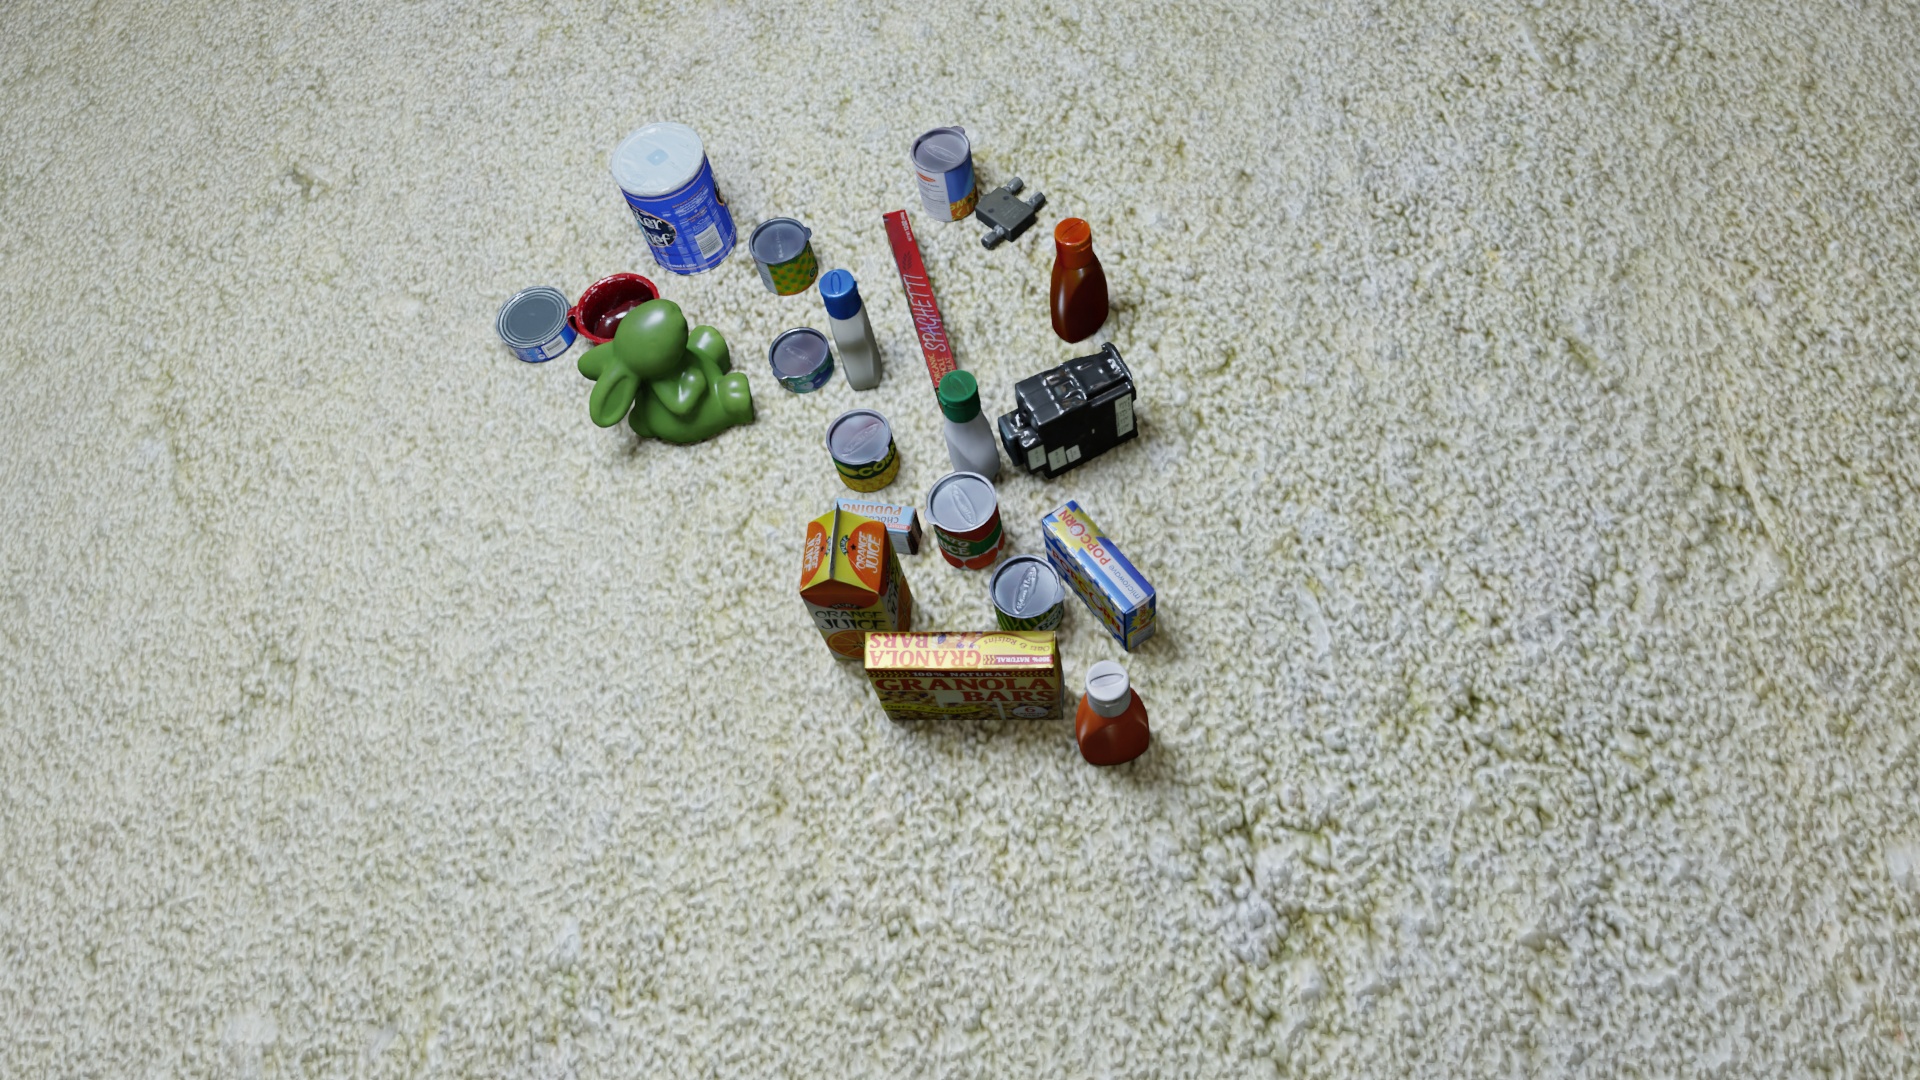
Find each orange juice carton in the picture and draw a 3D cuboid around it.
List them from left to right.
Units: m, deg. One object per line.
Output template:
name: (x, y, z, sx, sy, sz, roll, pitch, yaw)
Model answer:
orange juice carton: (-0.096, 0.040, 1.256, 0.073, 0.192, 0.072, 0, 62, 8)

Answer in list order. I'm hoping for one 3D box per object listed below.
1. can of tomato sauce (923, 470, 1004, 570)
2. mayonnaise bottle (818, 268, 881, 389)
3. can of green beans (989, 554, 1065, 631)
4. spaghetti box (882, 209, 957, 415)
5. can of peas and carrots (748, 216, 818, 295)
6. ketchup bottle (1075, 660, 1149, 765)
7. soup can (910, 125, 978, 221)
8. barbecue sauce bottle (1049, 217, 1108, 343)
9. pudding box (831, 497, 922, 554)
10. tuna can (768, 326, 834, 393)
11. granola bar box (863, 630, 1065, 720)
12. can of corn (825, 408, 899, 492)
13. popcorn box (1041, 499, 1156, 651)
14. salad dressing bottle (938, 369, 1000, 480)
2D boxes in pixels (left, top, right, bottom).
can of tomato sauce: (0.005, -0.017, 1.335, 0.071, 0.082, 0.071, -4, 61, 7)
mayonnaise bottle: (-0.113, -0.219, 1.426, 0.041, 0.147, 0.065, -10, 61, 3)
can of green beans: (0.063, 0.055, 1.302, 0.071, 0.057, 0.071, -3, 61, 6)
spaghetti box: (-0.040, -0.247, 1.486, 0.029, 0.050, 0.251, -17, 61, -1)
can of peas and carrots: (-0.193, -0.316, 1.541, 0.071, 0.058, 0.071, -3, 61, 6)
ketchup bottle: (0.129, 0.148, 1.189, 0.065, 0.148, 0.044, -12, 61, 2)
soup can: (-0.015, -0.410, 1.553, 0.071, 0.083, 0.071, -4, 61, 7)
barbecue sauce bottle: (0.119, -0.267, 1.418, 0.065, 0.148, 0.044, -39, 63, -12)
pudding box: (-0.083, -0.014, 1.365, 0.084, 0.049, 0.030, 7, 63, 12)
tuna can: (-0.171, -0.191, 1.485, 0.071, 0.032, 0.071, -3, 61, 6)
granola bar box: (0.007, 0.122, 1.235, 0.165, 0.123, 0.039, -1, 62, 8)
can of corn: (-0.096, -0.089, 1.403, 0.071, 0.058, 0.071, -3, 61, 6)
popcorn box: (0.129, 0.033, 1.289, 0.038, 0.085, 0.127, -34, 62, -10)
salad dressing bottle: (0.007, -0.109, 1.348, 0.044, 0.147, 0.064, -34, 62, -10)
